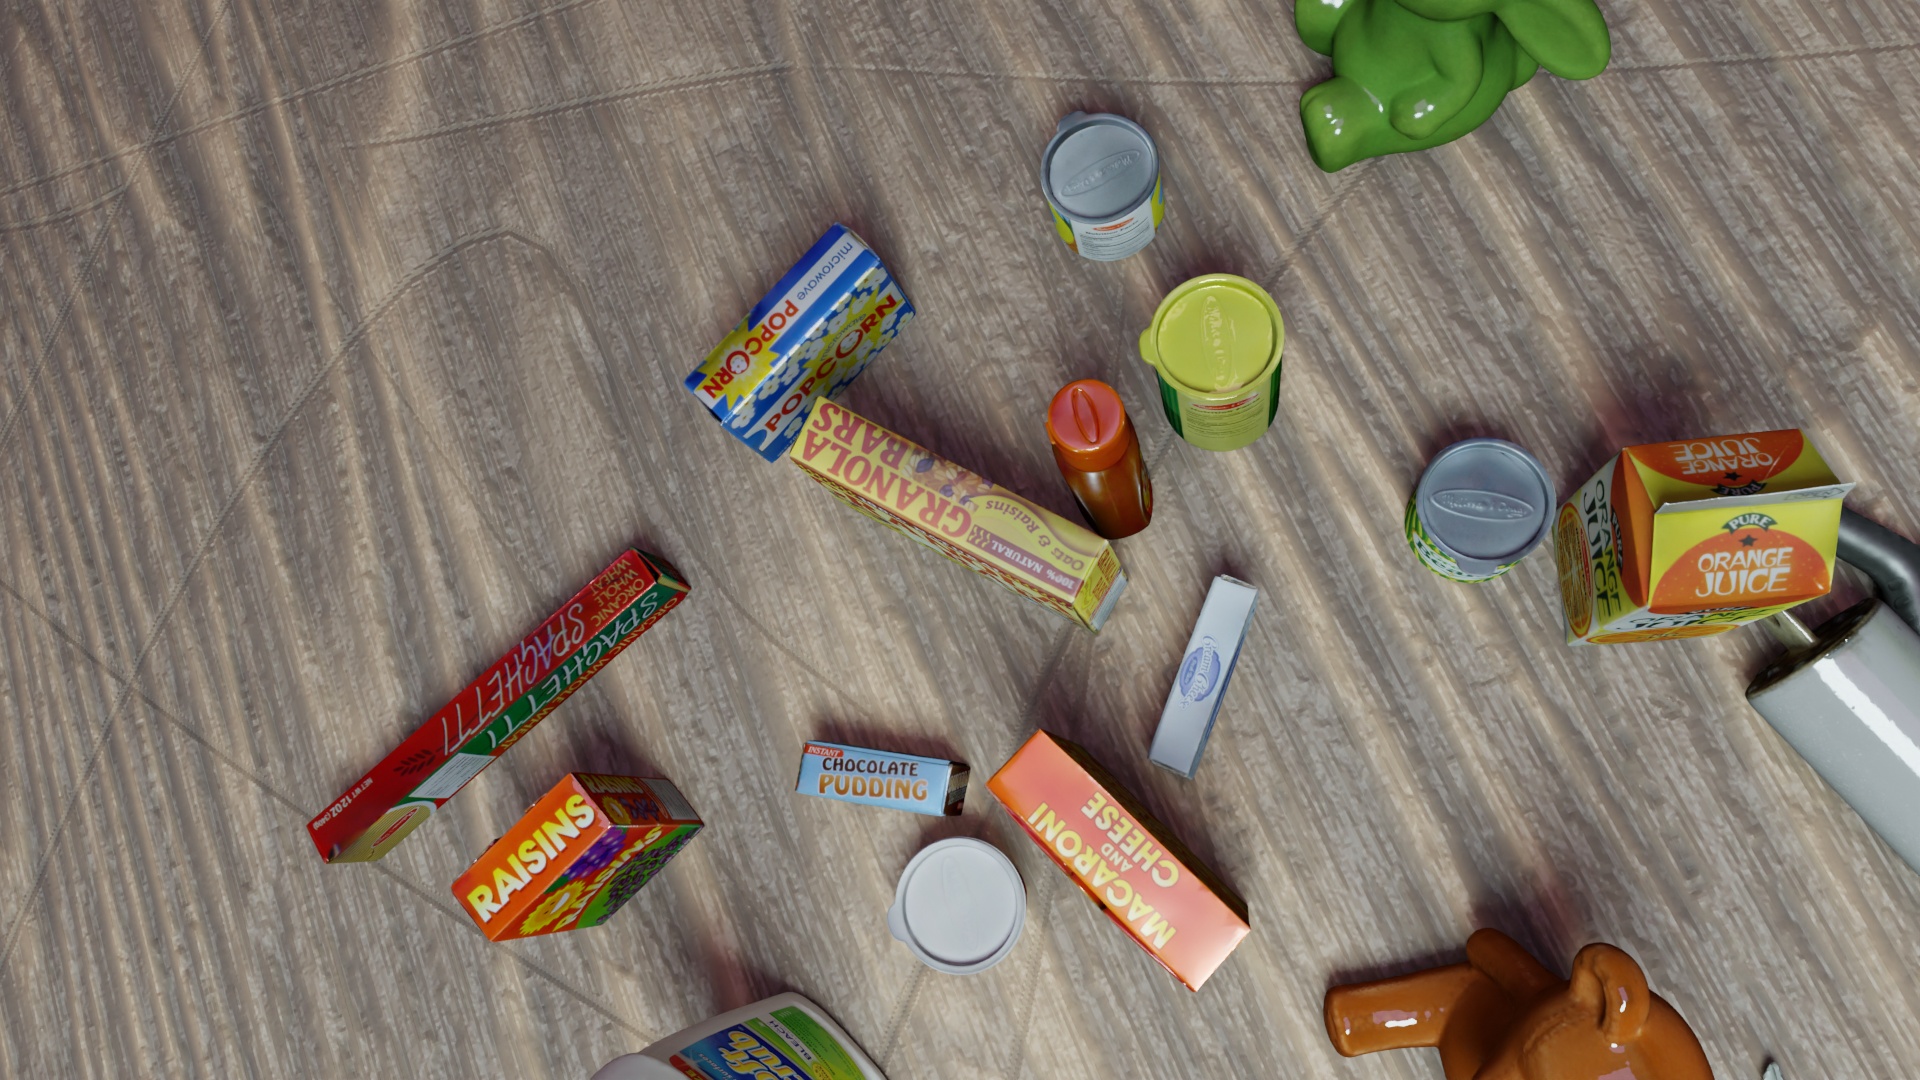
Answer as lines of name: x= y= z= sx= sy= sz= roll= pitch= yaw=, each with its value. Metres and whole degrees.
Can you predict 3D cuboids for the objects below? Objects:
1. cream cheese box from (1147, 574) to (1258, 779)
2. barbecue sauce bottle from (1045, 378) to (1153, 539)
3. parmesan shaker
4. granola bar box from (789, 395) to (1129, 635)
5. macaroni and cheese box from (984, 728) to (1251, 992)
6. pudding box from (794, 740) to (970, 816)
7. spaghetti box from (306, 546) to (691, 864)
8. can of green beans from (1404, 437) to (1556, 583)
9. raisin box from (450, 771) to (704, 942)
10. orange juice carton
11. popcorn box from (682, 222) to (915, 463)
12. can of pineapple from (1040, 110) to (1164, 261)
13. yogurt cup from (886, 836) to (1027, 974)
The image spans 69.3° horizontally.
cream cheese box: x=0.128 y=0.072 z=0.727 sx=0.024 sy=0.053 sz=0.104 roll=20 pitch=83 yaw=14
barbecue sauce bottle: x=0.071 y=-0.044 z=0.713 sx=0.043 sy=0.148 sz=0.065 roll=-17 pitch=76 yaw=8
parmesan shaker: x=0.133 y=-0.091 z=0.734 sx=0.071 sy=0.103 sz=0.071 roll=-2 pitch=78 yaw=11
granola bar box: x=0.003 y=-0.009 z=0.732 sx=0.166 sy=0.124 sz=0.039 roll=27 pitch=85 yaw=15
macaroni and cheese box: x=0.080 y=0.149 z=0.662 sx=0.124 sy=0.166 sz=0.040 roll=43 pitch=90 yaw=16
pudding box: x=-0.041 y=0.128 z=0.751 sx=0.084 sy=0.049 sz=0.030 roll=7 pitch=80 yaw=12
spaghetti box: x=-0.263 y=0.096 z=0.801 sx=0.250 sy=0.050 sz=0.029 roll=-41 pitch=74 yaw=1
can of green beans: x=0.266 y=-0.014 z=0.716 sx=0.071 sy=0.057 sz=0.071 roll=-2 pitch=78 yaw=11
raisin box: x=-0.198 y=0.165 z=0.736 sx=0.086 sy=0.123 sz=0.040 roll=-43 pitch=74 yaw=0
orange juice carton: x=0.329 y=0.000 z=0.630 sx=0.072 sy=0.192 sz=0.073 roll=-5 pitch=78 yaw=10
popcorn box: x=-0.089 y=-0.110 z=0.791 sx=0.038 sy=0.085 sz=0.127 roll=43 pitch=89 yaw=16
can of pineapple: x=0.082 y=-0.202 z=0.791 sx=0.071 sy=0.058 sz=0.071 roll=-2 pitch=78 yaw=11
yogurt cup: x=0.004 y=0.189 z=0.727 sx=0.072 sy=0.054 sz=0.072 roll=-2 pitch=78 yaw=11
